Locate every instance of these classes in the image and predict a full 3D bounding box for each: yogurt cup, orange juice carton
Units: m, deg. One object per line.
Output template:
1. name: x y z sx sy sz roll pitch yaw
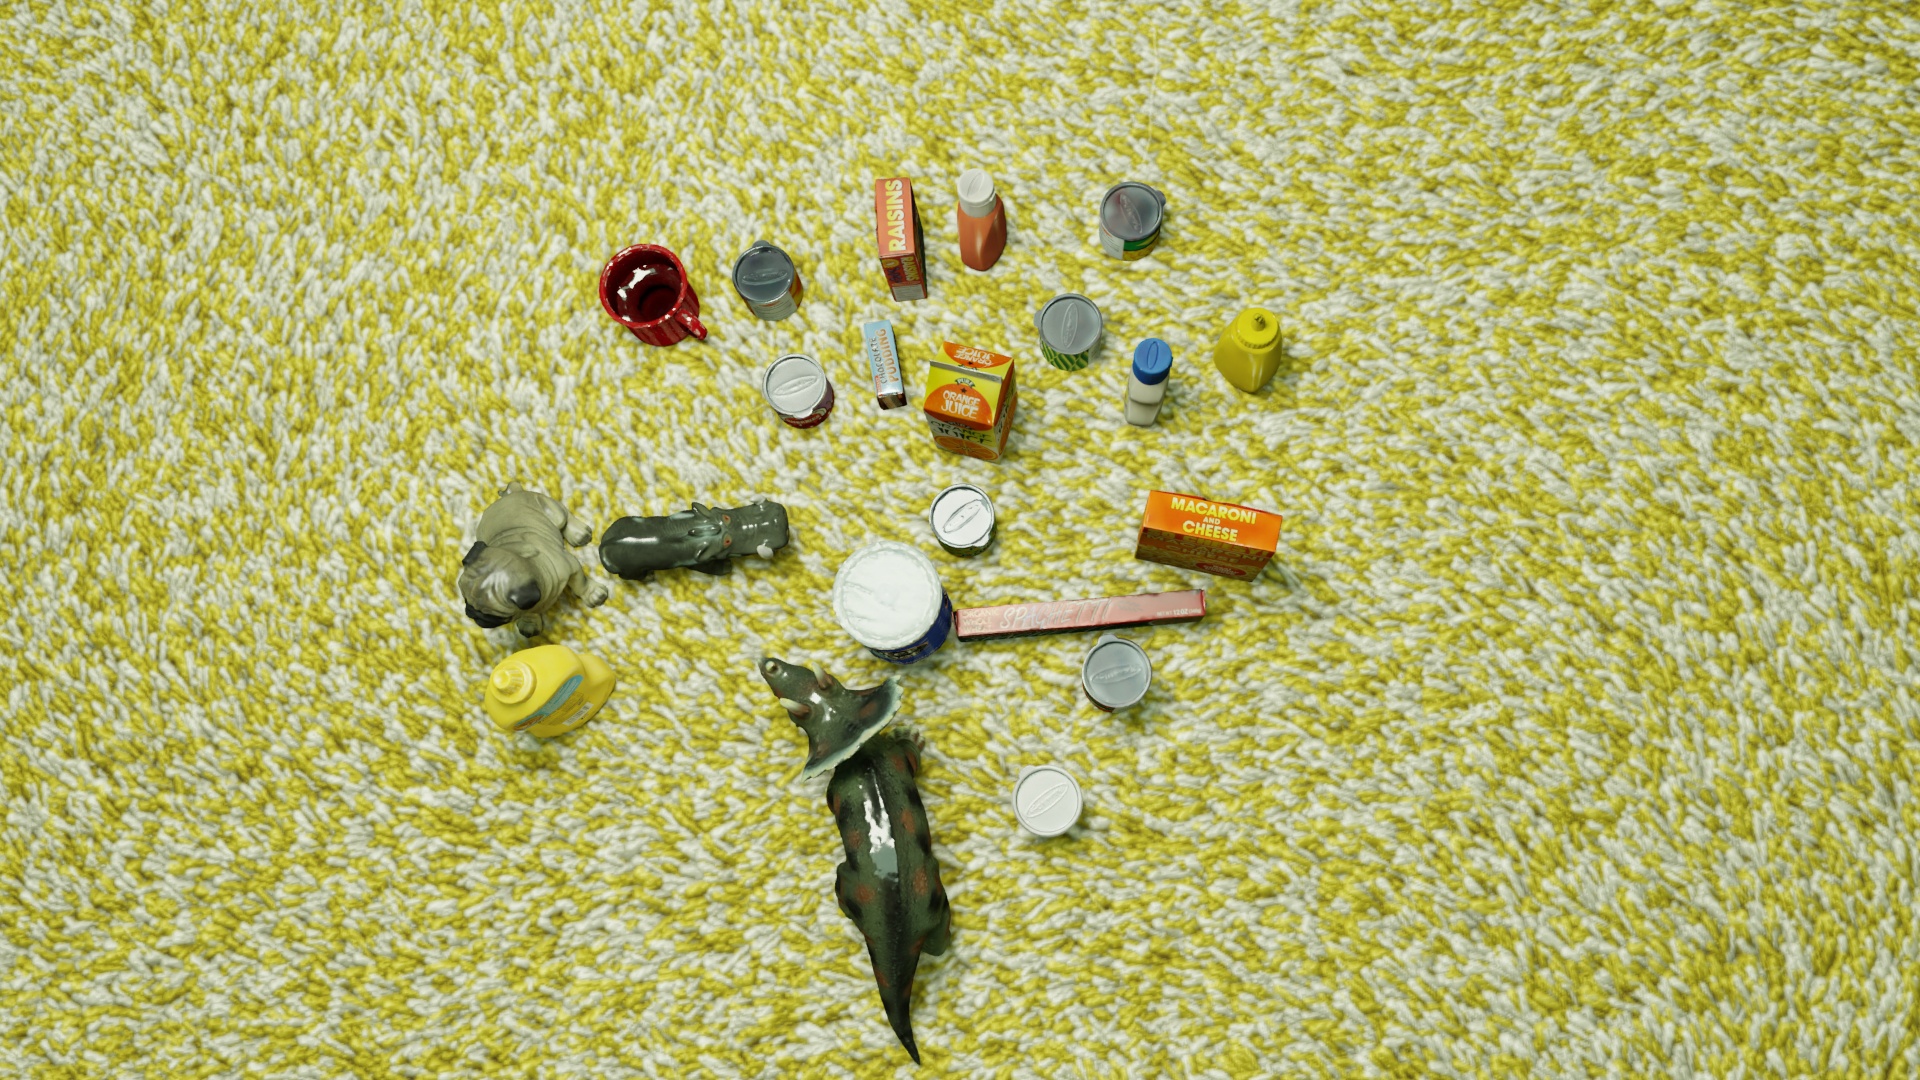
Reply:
1. yogurt cup: 0.084 0.253 1.348 0.072 0.054 0.072 -1 78 4
2. orange juice carton: 0.011 -0.139 1.365 0.072 0.192 0.073 15 80 7

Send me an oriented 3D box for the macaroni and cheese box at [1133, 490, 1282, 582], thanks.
1. macaroni and cheese box: 0.234 -0.003 1.334 0.124 0.166 0.040 11 80 6

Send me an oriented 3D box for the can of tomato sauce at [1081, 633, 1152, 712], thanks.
1. can of tomato sauce: 0.150 0.131 1.354 0.071 0.083 0.071 -1 78 4

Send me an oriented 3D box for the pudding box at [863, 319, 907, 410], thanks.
1. pudding box: -0.079 -0.184 1.454 0.030 0.049 0.084 -11 78 2

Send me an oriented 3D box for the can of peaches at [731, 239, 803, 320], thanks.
1. can of peaches: -0.204 -0.276 1.478 0.071 0.058 0.071 -1 78 4

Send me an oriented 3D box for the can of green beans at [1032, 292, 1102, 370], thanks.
1. can of green beans: 0.114 -0.216 1.443 0.071 0.057 0.071 -1 78 4

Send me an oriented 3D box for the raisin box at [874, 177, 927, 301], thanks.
1. raisin box: -0.062 -0.311 1.442 0.040 0.123 0.086 -4 78 3

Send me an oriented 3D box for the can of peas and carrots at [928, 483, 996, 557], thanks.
1. can of peas and carrots: 0.005 -0.018 1.408 0.071 0.058 0.071 -1 78 4

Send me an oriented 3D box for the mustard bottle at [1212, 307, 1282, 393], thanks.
1. mustard bottle: 0.289 -0.195 1.374 0.065 0.160 0.049 42 84 11

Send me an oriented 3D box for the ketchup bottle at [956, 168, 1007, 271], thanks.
1. ketchup bottle: 0.021 -0.333 1.428 0.043 0.148 0.065 24 81 8

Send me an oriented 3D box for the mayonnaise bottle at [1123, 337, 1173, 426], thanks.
1. mayonnaise bottle: 0.186 -0.161 1.380 0.041 0.148 0.065 11 80 6

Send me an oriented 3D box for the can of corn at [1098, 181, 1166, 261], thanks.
1. can of corn: 0.181 -0.337 1.464 0.071 0.058 0.071 -1 78 4

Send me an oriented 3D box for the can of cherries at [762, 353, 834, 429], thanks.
1. can of cherries: -0.168 -0.152 1.449 0.071 0.058 0.071 -1 78 4

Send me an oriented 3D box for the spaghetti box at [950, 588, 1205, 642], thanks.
1. spaghetti box: 0.117 0.075 1.385 0.250 0.050 0.029 -5 78 3
